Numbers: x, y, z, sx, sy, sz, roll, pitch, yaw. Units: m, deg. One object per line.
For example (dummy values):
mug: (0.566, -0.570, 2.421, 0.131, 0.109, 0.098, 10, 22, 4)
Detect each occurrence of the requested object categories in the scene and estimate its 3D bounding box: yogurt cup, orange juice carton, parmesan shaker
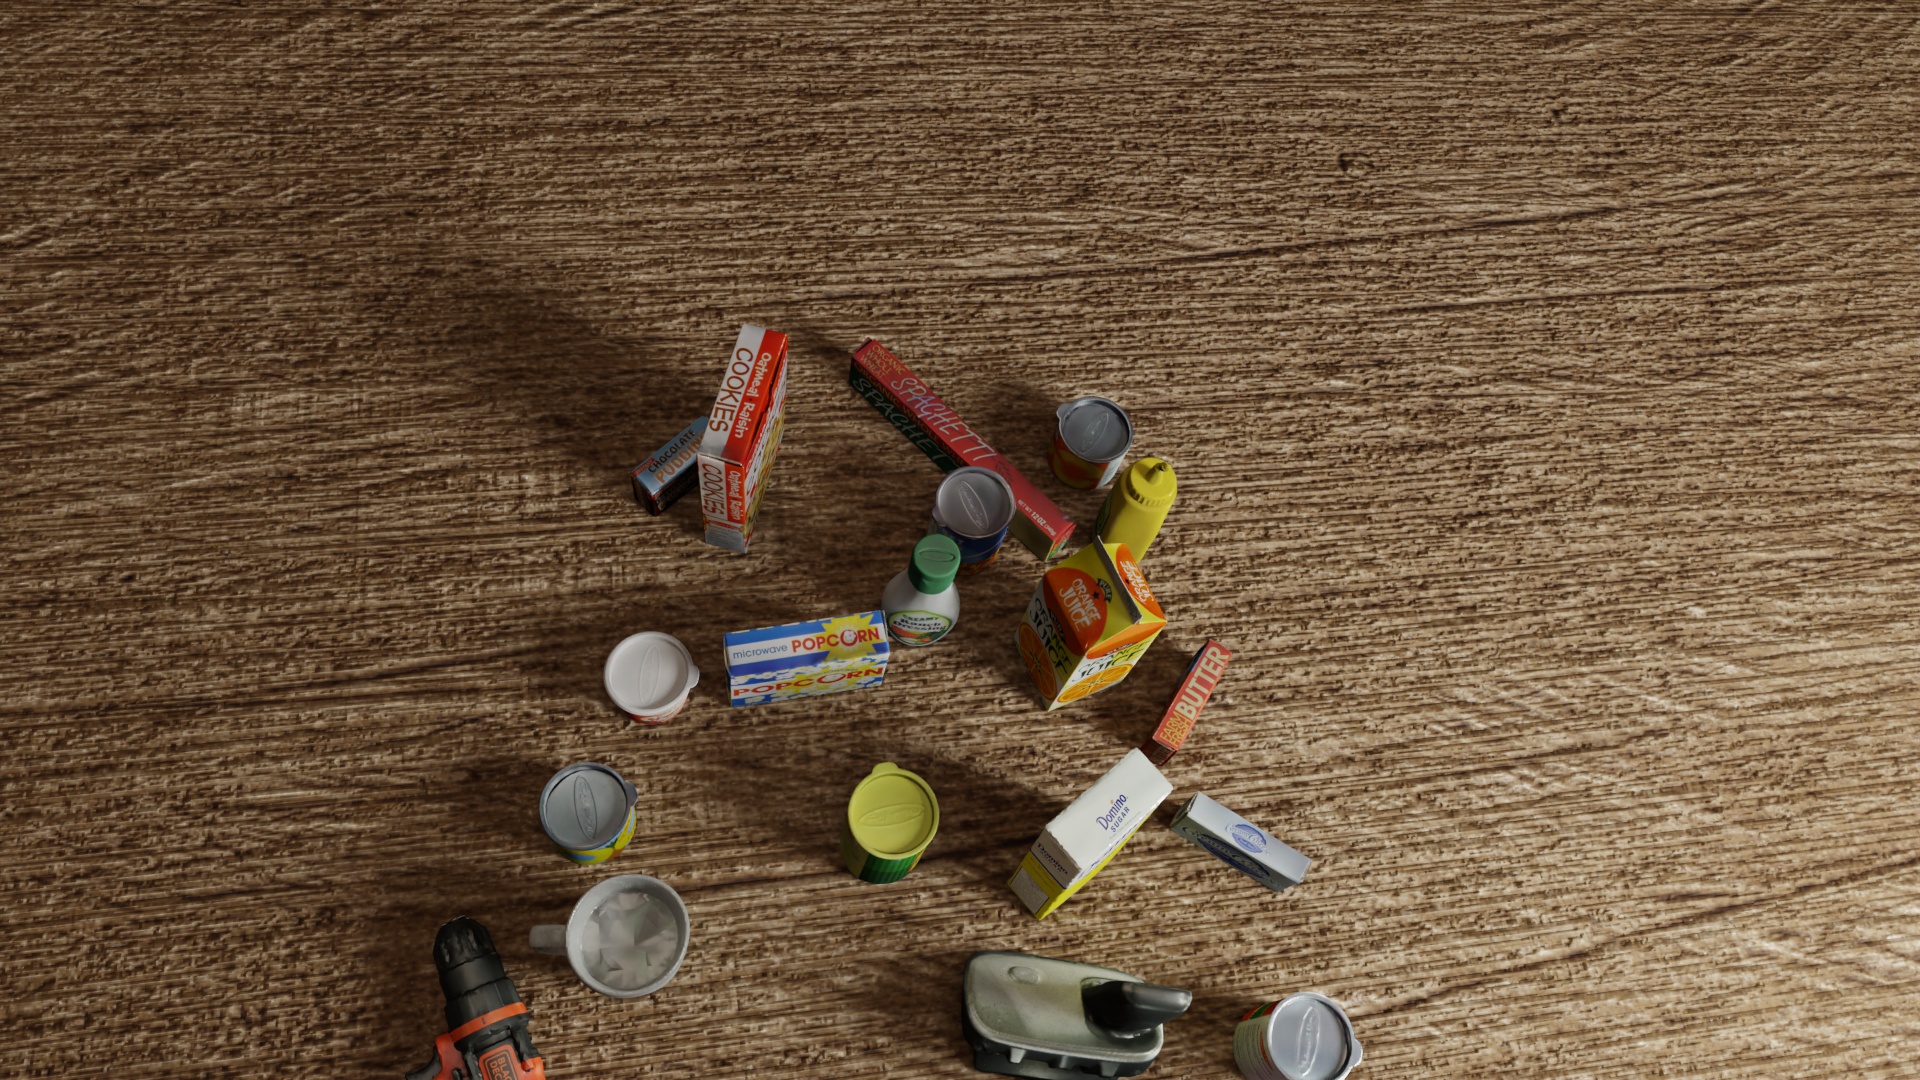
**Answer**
yogurt cup: (-0.243, 0.111, 1.091, 0.072, 0.053, 0.072, 3, 65, -7)
orange juice carton: (0.102, 0.064, 1.089, 0.073, 0.191, 0.072, -20, 70, -16)
parmesan shaker: (-0.055, 0.214, 1.046, 0.071, 0.102, 0.071, 3, 66, -7)

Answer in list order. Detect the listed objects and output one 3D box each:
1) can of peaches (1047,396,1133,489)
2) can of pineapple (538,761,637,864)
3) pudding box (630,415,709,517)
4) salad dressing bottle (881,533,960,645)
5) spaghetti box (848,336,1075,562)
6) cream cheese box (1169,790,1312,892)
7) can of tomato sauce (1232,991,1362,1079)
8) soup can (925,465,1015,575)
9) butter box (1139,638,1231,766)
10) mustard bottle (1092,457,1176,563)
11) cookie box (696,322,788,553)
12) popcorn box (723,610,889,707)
can of peaches: (0.112, -0.087, 1.233, 0.071, 0.057, 0.071, 3, 66, -7)
can of pineapple: (-0.277, 0.205, 1.041, 0.071, 0.057, 0.071, 3, 66, -7)
pudding box: (-0.237, -0.063, 1.174, 0.030, 0.049, 0.084, 43, 67, 11)
salad dressing bottle: (-0.028, 0.040, 1.105, 0.064, 0.147, 0.044, 7, 65, -5)
spaghetti box: (-0.003, -0.080, 1.217, 0.250, 0.050, 0.029, 43, 67, 11)
cream cheese box: (0.221, 0.240, 1.103, 0.104, 0.053, 0.024, 31, 65, 6)
can of tomato sauce: (0.248, 0.374, 1.029, 0.071, 0.082, 0.071, 3, 66, -7)
soup can: (0.004, -0.015, 1.170, 0.071, 0.083, 0.071, 3, 66, -7)
butter box: (0.185, 0.134, 1.146, 0.024, 0.053, 0.104, 32, 65, 6)
mustard bottle: (0.148, -0.032, 1.157, 0.049, 0.159, 0.065, 16, 65, -1)
cookie box: (-0.174, -0.079, 1.126, 0.040, 0.166, 0.123, 14, 65, -2)
popcorn box: (-0.123, 0.095, 1.100, 0.127, 0.085, 0.038, -8, 68, -12)
